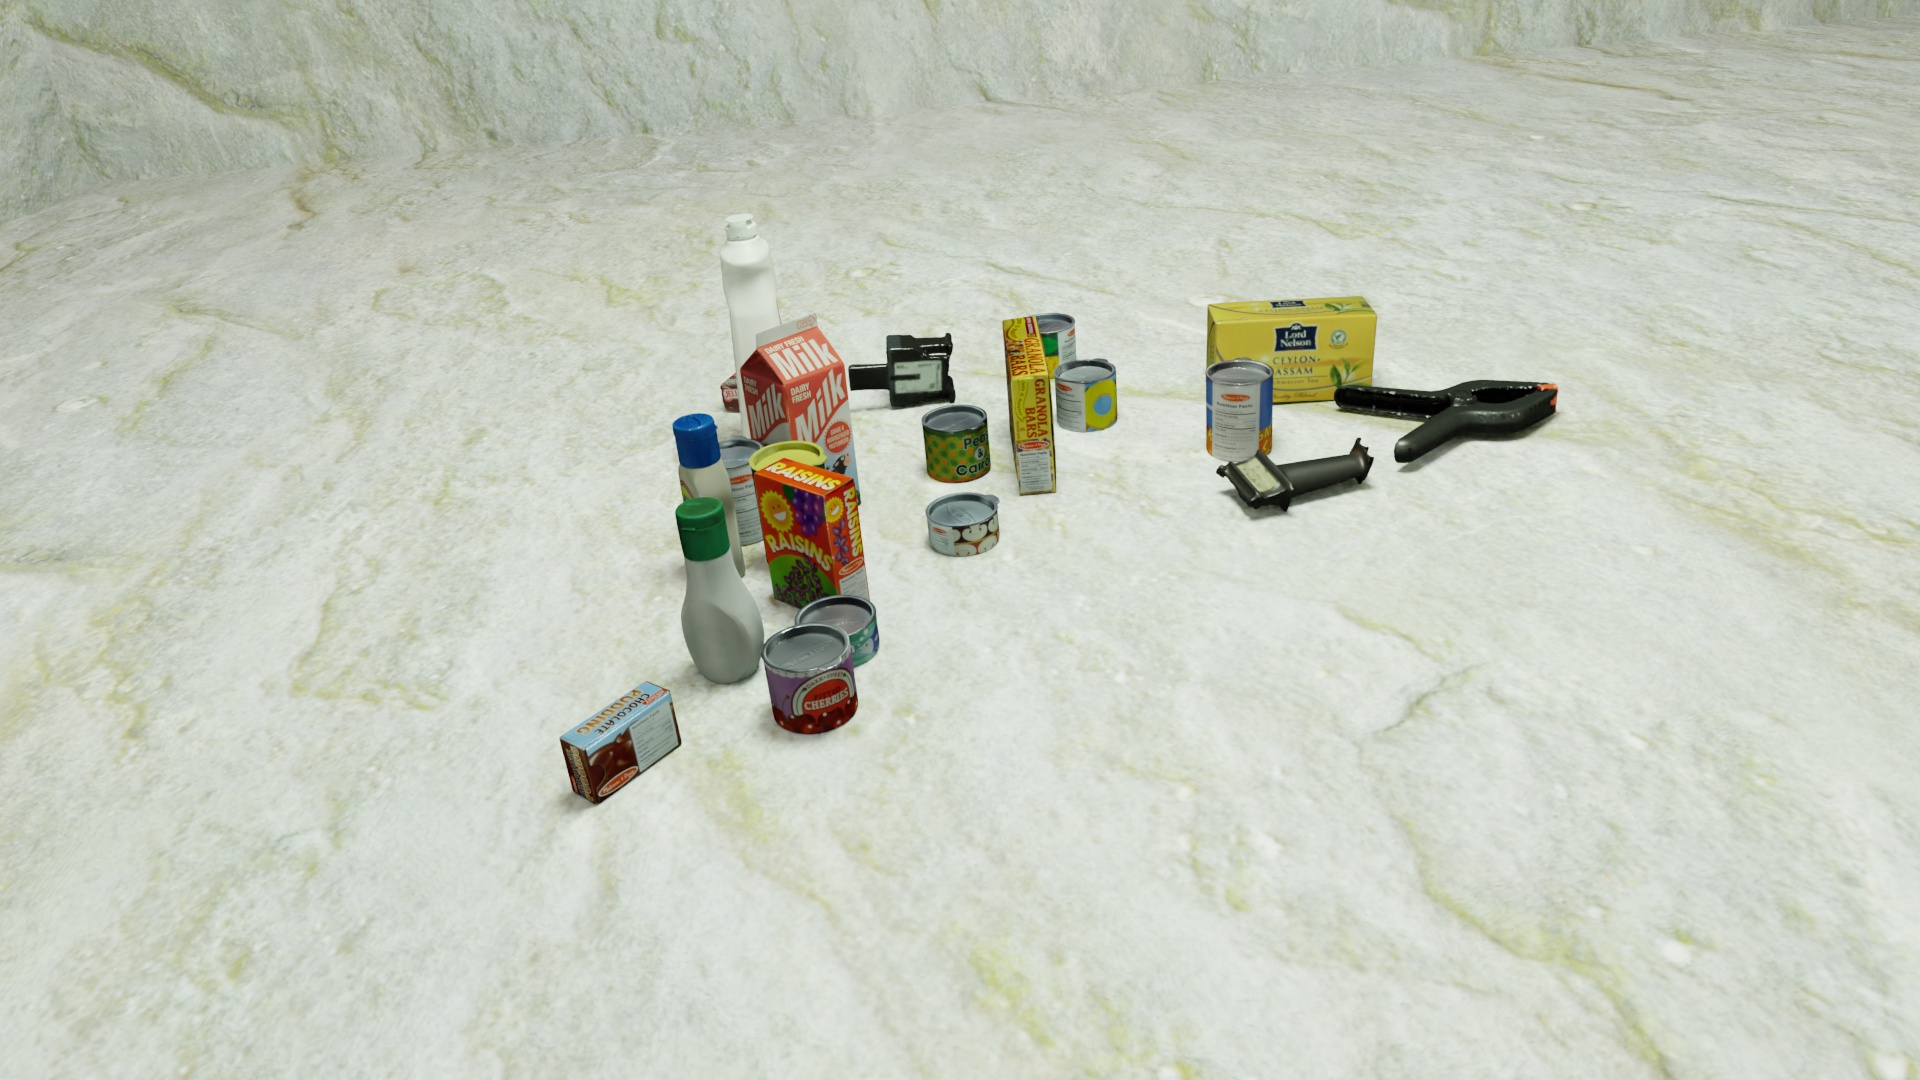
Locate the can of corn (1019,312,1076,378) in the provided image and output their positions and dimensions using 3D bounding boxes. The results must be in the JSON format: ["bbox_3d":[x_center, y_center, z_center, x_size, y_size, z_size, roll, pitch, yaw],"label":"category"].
[{"bbox_3d":[0.099,-0.226,1.612,0.071,0.058,0.071,-4,28,2],"label":"can of corn"}]

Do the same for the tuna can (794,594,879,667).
[{"bbox_3d":[-0.099,0.075,1.116,0.071,0.032,0.071,-4,28,2],"label":"tuna can"}]

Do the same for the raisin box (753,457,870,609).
[{"bbox_3d":[-0.123,0.000,1.165,0.086,0.122,0.040,18,36,37],"label":"raisin box"}]

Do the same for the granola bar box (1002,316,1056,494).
[{"bbox_3d":[0.068,-0.137,1.383,0.039,0.123,0.166,-5,28,1],"label":"granola bar box"}]

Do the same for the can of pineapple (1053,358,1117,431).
[{"bbox_3d":[0.135,-0.155,1.474,0.071,0.057,0.071,-4,28,2],"label":"can of pineapple"}]

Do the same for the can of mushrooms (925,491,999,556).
[{"bbox_3d":[0.005,-0.016,1.266,0.071,0.033,0.071,-4,28,2],"label":"can of mushrooms"}]

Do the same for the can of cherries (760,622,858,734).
[{"bbox_3d":[-0.111,0.104,1.038,0.071,0.058,0.072,-4,28,2],"label":"can of cherries"}]

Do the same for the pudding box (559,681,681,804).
[{"bbox_3d":[-0.243,0.144,0.997,0.030,0.049,0.084,15,34,33],"label":"pudding box"}]

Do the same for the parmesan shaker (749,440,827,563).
[{"bbox_3d":[-0.146,-0.029,1.243,0.071,0.102,0.071,-4,28,2],"label":"parmesan shaker"}]

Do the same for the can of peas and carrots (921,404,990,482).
[{"bbox_3d":[-0.002,-0.097,1.390,0.071,0.058,0.071,-4,28,2],"label":"can of peas and carrots"}]

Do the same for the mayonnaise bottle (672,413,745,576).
[{"bbox_3d":[-0.224,-0.038,1.227,0.041,0.147,0.065,-19,31,-24],"label":"mayonnaise bottle"}]

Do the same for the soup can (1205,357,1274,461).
[{"bbox_3d":[0.277,-0.130,1.377,0.071,0.083,0.072,-4,28,2],"label":"soup can"}]

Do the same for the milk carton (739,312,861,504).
[{"bbox_3d":[-0.152,-0.116,1.313,0.072,0.189,0.073,-27,35,-35],"label":"milk carton"}]

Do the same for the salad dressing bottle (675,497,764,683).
[{"bbox_3d":[-0.190,0.039,1.079,0.064,0.147,0.044,5,30,19],"label":"salad dressing bottle"}]

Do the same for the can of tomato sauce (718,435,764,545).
[{"bbox_3d":[-0.211,-0.046,1.308,0.071,0.082,0.071,-4,28,2],"label":"can of tomato sauce"}]
